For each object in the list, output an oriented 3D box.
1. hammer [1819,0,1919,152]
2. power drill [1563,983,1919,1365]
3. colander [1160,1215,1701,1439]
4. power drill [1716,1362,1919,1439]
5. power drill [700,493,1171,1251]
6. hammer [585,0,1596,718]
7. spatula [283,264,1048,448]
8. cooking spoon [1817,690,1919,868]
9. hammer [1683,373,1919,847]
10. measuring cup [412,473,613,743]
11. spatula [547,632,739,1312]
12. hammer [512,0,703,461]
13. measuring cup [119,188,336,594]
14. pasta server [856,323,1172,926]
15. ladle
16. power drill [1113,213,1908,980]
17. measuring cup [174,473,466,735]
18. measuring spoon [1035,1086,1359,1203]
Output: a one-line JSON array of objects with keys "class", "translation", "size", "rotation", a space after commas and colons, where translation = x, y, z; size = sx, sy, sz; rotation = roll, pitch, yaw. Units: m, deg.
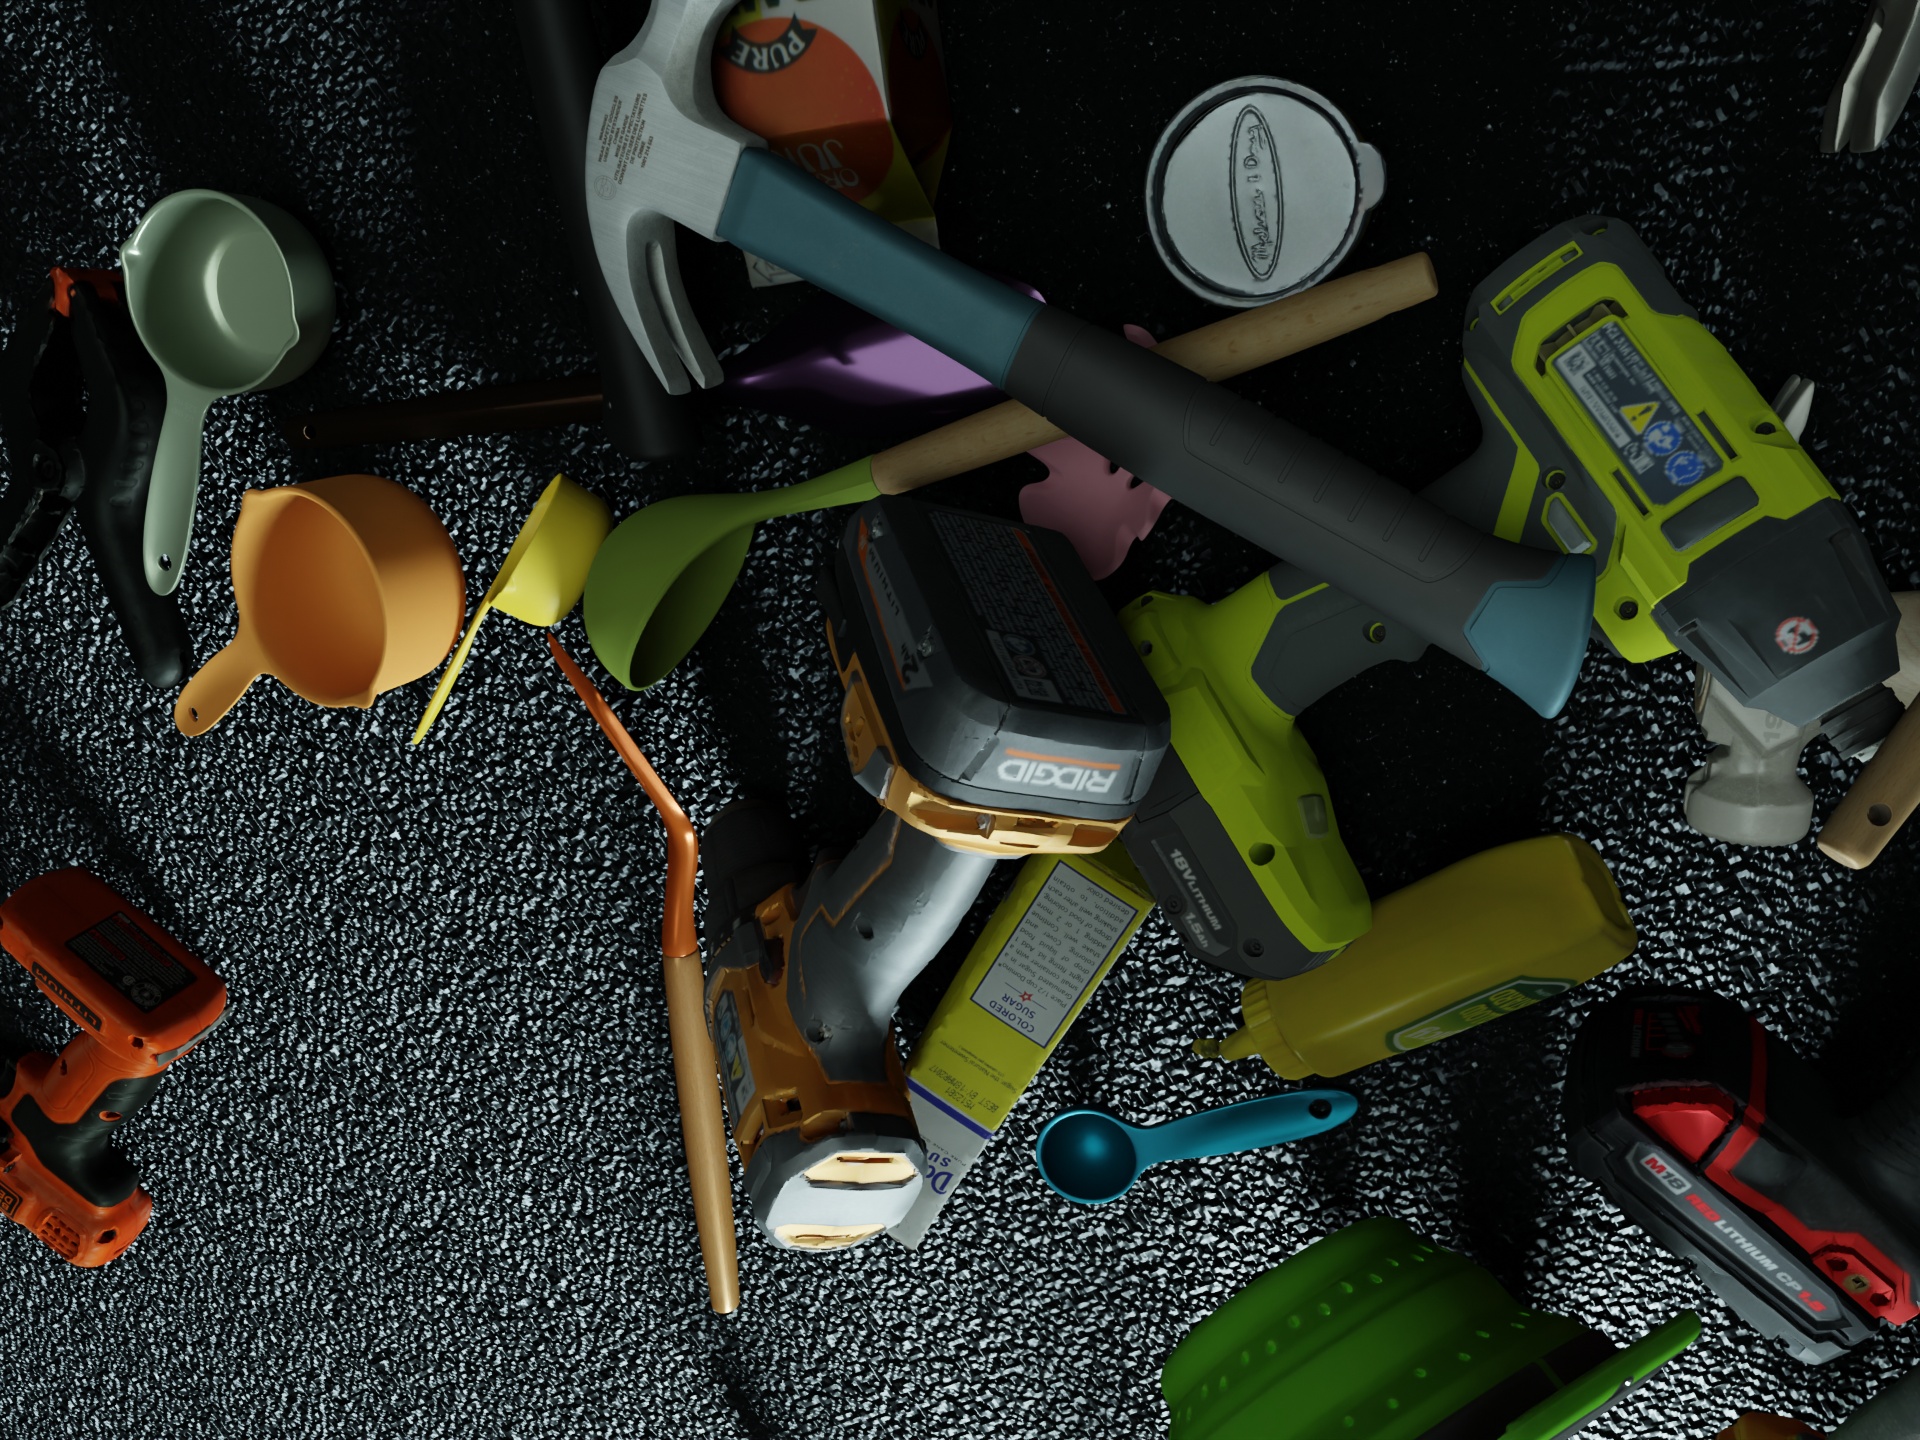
[{"class": "hammer", "translation": [0.095, -0.249, 0.433], "size": [0.359, 0.037, 0.149], "rotation": [6, 109, 0]}, {"class": "power drill", "translation": [0.292, 0.082, 0.468], "size": [0.143, 0.078, 0.219], "rotation": [41, 124, 4]}, {"class": "colander", "translation": [0.113, 0.304, 0.625], "size": [0.095, 0.204, 0.396], "rotation": [55, 138, 31]}, {"class": "power drill", "translation": [0.374, 0.244, 0.533], "size": [0.164, 0.084, 0.226], "rotation": [31, 110, 6]}, {"class": "power drill", "translation": [-0.032, 0.037, 0.535], "size": [0.084, 0.186, 0.226], "rotation": [8, 125, -26]}, {"class": "hammer", "translation": [0.031, -0.102, 0.456], "size": [0.331, 0.033, 0.128], "rotation": [31, 117, 10]}, {"class": "spatula", "translation": [-0.119, -0.125, 0.596], "size": [0.316, 0.018, 0.059], "rotation": [-3, 104, 17]}, {"class": "cooking spoon", "translation": [0.323, -0.093, 0.411], "size": [0.069, 0.017, 0.319], "rotation": [36, 92, 5]}, {"class": "hammer", "translation": [0.434, -0.020, 0.449], "size": [0.411, 0.038, 0.146], "rotation": [4, 108, 16]}, {"class": "measuring cup", "translation": [-0.181, -0.034, 0.636], "size": [0.029, 0.062, 0.156], "rotation": [27, 129, -20]}, {"class": "spatula", "translation": [-0.123, 0.119, 0.664], "size": [0.041, 0.081, 0.322], "rotation": [-13, 113, -23]}, {"class": "hammer", "translation": [-0.134, -0.249, 0.510], "size": [0.146, 0.035, 0.334], "rotation": [20, 126, 58]}, {"class": "measuring cup", "translation": [-0.297, -0.128, 0.637], "size": [0.083, 0.038, 0.167], "rotation": [26, 113, 8]}, {"class": "pasta server", "translation": [-0.001, -0.002, 0.590], "size": [0.060, 0.040, 0.316], "rotation": [41, 117, 19]}, {"class": "ladle", "translation": [0.001, -0.078, 0.524], "size": [0.320, 0.078, 0.062], "rotation": [-15, 107, 28]}, {"class": "power drill", "translation": [0.152, -0.019, 0.492], "size": [0.223, 0.080, 0.171], "rotation": [-37, 72, 25]}, {"class": "measuring cup", "translation": [-0.269, -0.038, 0.658], "size": [0.173, 0.052, 0.095], "rotation": [-29, 91, 37]}, {"class": "measuring spoon", "translation": [0.093, 0.160, 0.630], "size": [0.128, 0.021, 0.042], "rotation": [-15, 102, 12]}]
